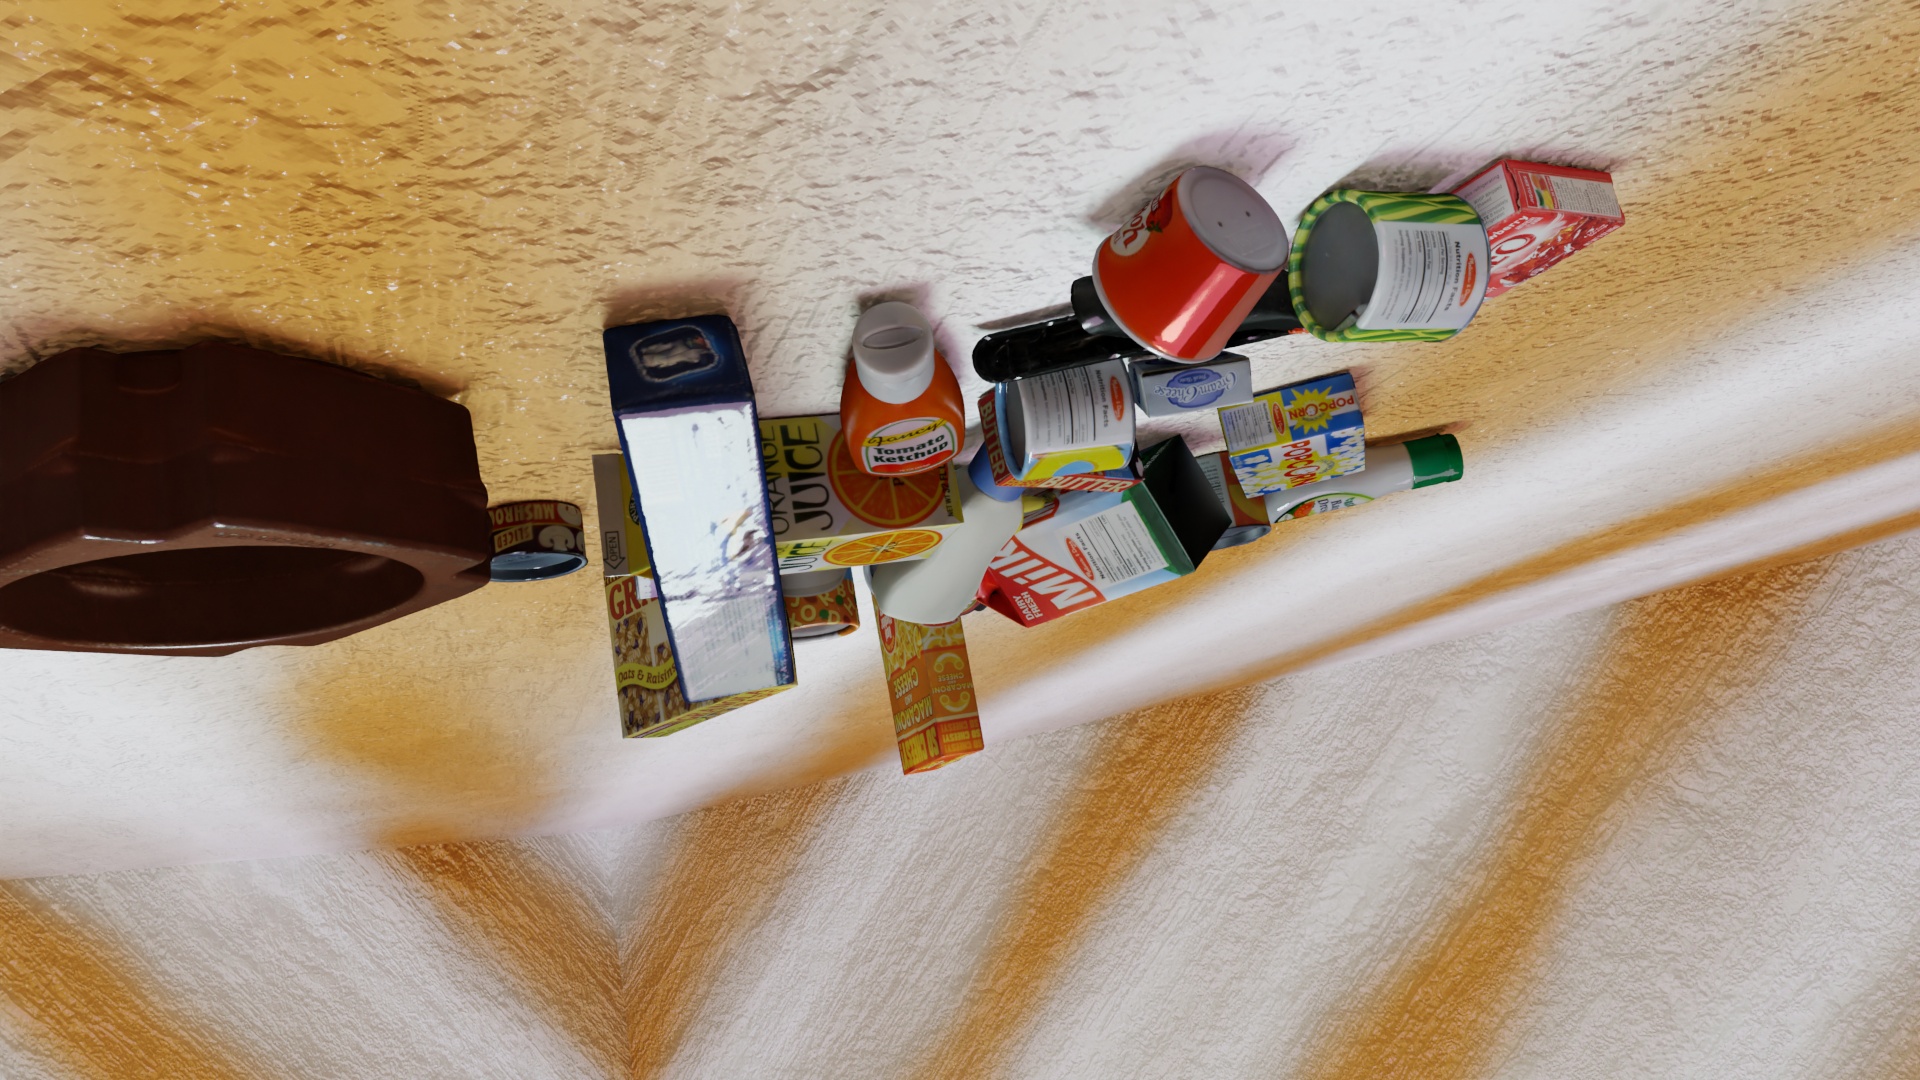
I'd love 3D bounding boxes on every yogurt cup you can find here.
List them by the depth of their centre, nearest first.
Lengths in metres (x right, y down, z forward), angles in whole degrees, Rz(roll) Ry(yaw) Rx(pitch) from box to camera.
[{"bbox_3d":[0.096,-0.114,0.564,0.072,0.072,0.053,-2,152,-33],"label":"yogurt cup"}]

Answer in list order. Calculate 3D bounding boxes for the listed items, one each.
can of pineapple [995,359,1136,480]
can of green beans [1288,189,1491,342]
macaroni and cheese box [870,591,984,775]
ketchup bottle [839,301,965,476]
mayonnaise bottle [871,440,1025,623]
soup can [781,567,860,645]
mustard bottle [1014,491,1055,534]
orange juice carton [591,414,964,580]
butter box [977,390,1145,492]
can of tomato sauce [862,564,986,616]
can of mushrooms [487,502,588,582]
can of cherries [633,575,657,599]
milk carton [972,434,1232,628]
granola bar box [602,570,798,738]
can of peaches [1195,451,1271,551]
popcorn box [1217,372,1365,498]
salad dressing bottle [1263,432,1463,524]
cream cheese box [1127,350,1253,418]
[{"bbox_3d":[0.053,-0.066,0.728,0.058,0.071,0.070,-7,166,-11],"label":"can of pineapple"},{"bbox_3d":[0.186,-0.119,0.608,0.058,0.071,0.071,-4,165,-23],"label":"can of green beans"},{"bbox_3d":[-0.029,0.100,1.139,0.040,0.167,0.123,-7,166,-19],"label":"macaroni and cheese box"},{"bbox_3d":[-0.030,-0.073,0.685,0.065,0.043,0.148,-12,166,-3],"label":"ketchup bottle"},{"bbox_3d":[0.003,-0.011,0.850,0.065,0.041,0.147,8,131,-34],"label":"mayonnaise bottle"},{"bbox_3d":[-0.106,0.023,0.936,0.071,0.084,0.071,-10,166,-2],"label":"soup can"},{"bbox_3d":[-0.010,-0.019,0.911,0.160,0.049,0.065,-6,163,-16],"label":"mustard bottle"},{"bbox_3d":[-0.104,-0.023,0.772,0.193,0.072,0.072,-6,165,-20],"label":"orange juice carton"},{"bbox_3d":[0.058,-0.057,0.797,0.104,0.053,0.024,1,160,-40],"label":"butter box"},{"bbox_3d":[-0.022,0.022,1.028,0.071,0.071,0.083,-17,164,27],"label":"can of tomato sauce"},{"bbox_3d":[-0.260,0.001,0.835,0.071,0.033,0.071,-9,167,-2],"label":"can of mushrooms"},{"bbox_3d":[-0.168,-0.001,0.827,0.058,0.071,0.071,-8,166,-14],"label":"can of cherries"},{"bbox_3d":[0.082,0.001,0.965,0.190,0.073,0.073,-23,-165,40],"label":"milk carton"},{"bbox_3d":[-0.178,0.056,0.930,0.039,0.124,0.165,2,162,-43],"label":"granola bar box"},{"bbox_3d":[0.188,-0.028,1.012,0.071,0.058,0.071,-11,166,-3],"label":"can of peaches"},{"bbox_3d":[0.220,-0.067,0.914,0.085,0.038,0.126,-14,166,14],"label":"popcorn box"},{"bbox_3d":[0.298,-0.048,1.041,0.148,0.044,0.064,-12,165,5],"label":"salad dressing bottle"},{"bbox_3d":[0.117,-0.082,0.717,0.053,0.024,0.104,-8,-171,5],"label":"cream cheese box"}]
